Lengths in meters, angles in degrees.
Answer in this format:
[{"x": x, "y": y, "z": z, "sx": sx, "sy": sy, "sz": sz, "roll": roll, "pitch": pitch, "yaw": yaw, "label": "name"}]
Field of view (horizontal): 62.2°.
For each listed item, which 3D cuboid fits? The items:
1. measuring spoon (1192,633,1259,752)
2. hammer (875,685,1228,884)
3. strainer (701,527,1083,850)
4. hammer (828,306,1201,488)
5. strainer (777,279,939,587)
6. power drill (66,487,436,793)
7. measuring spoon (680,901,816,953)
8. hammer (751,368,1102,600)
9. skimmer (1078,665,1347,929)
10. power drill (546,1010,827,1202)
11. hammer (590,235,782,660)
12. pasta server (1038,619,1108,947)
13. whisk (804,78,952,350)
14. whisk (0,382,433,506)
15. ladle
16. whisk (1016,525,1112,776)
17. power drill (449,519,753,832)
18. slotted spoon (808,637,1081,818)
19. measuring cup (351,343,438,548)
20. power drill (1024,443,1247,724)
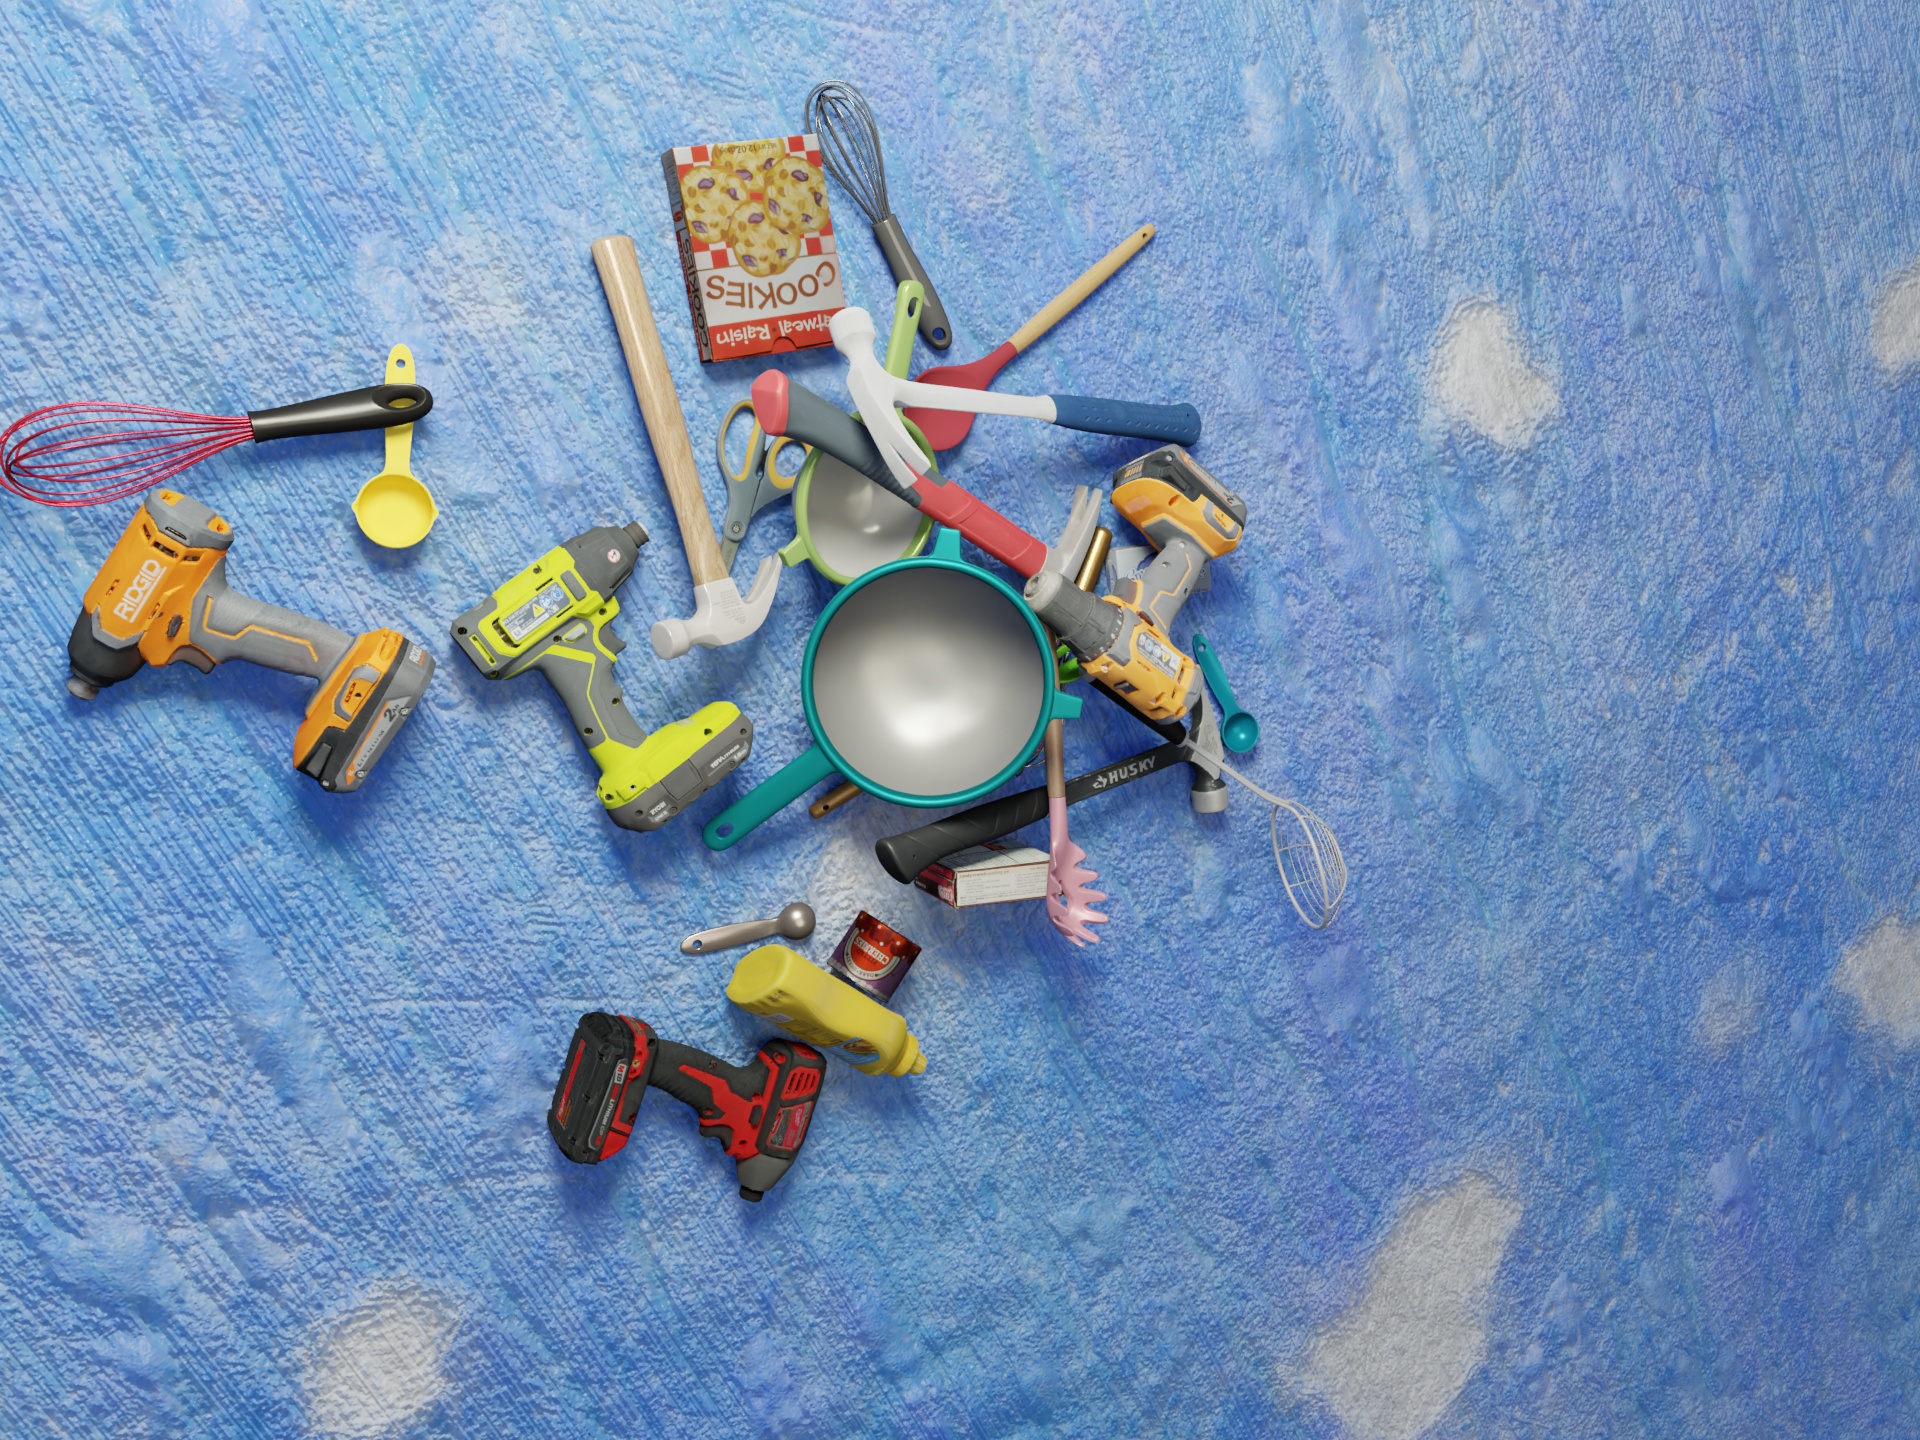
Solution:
[{"x": 0.254, "y": -0.027, "z": 1.566, "sx": 0.042, "sy": 0.021, "sz": 0.128, "roll": -29, "pitch": 100, "yaw": -17, "label": "measuring spoon"}, {"x": 0.093, "y": 0.063, "z": 1.440, "sx": 0.409, "sy": 0.036, "sz": 0.149, "roll": -18, "pitch": 105, "yaw": -36, "label": "hammer"}, {"x": -0.078, "y": -0.001, "z": 1.361, "sx": 0.340, "sy": 0.095, "sz": 0.211, "roll": -36, "pitch": 98, "yaw": 8, "label": "strainer"}, {"x": 0.069, "y": -0.259, "z": 1.351, "sx": 0.405, "sy": 0.035, "sz": 0.144, "roll": -4, "pitch": 69, "yaw": -44, "label": "hammer"}, {"x": -0.082, "y": -0.241, "z": 1.332, "sx": 0.151, "sy": 0.069, "sz": 0.256, "roll": 6, "pitch": 100, "yaw": -45, "label": "strainer"}, {"x": -0.522, "y": -0.041, "z": 1.159, "sx": 0.226, "sy": 0.084, "sz": 0.164, "roll": 34, "pitch": 98, "yaw": -22, "label": "power drill"}, {"x": -0.183, "y": 0.187, "z": 1.392, "sx": 0.124, "sy": 0.018, "sz": 0.034, "roll": -10, "pitch": 103, "yaw": -23, "label": "measuring spoon"}, {"x": -0.020, "y": -0.204, "z": 1.327, "sx": 0.386, "sy": 0.038, "sz": 0.143, "roll": 27, "pitch": 85, "yaw": -46, "label": "hammer"}, {"x": 0.231, "y": 0.070, "z": 1.484, "sx": 0.363, "sy": 0.127, "sz": 0.090, "roll": 35, "pitch": 100, "yaw": -23, "label": "skimmer"}, {"x": -0.231, "y": 0.334, "z": 1.365, "sx": 0.219, "sy": 0.079, "sz": 0.143, "roll": 18, "pitch": 91, "yaw": -29, "label": "power drill"}, {"x": -0.228, "y": -0.221, "z": 1.268, "sx": 0.130, "sy": 0.031, "sz": 0.331, "roll": -20, "pitch": 97, "yaw": -42, "label": "hammer"}, {"x": 0.089, "y": 0.040, "z": 1.391, "sx": 0.060, "sy": 0.040, "sz": 0.316, "roll": -11, "pitch": 99, "yaw": -49, "label": "pasta server"}, {"x": -0.062, "y": -0.421, "z": 1.337, "sx": 0.055, "sy": 0.055, "sz": 0.238, "roll": -35, "pitch": 116, "yaw": -16, "label": "whisk"}, {"x": -0.529, "y": -0.206, "z": 1.141, "sx": 0.295, "sy": 0.073, "sz": 0.073, "roll": -16, "pitch": 105, "yaw": -24, "label": "whisk"}, {"x": 0.064, "y": -0.348, "z": 1.416, "sx": 0.315, "sy": 0.031, "sz": 0.069, "roll": -43, "pitch": 115, "yaw": -15, "label": "ladle"}, {"x": 0.091, "y": -0.064, "z": 1.472, "sx": 0.047, "sy": 0.051, "sz": 0.245, "roll": 25, "pitch": 83, "yaw": -47, "label": "whisk"}, {"x": -0.274, "y": -0.037, "z": 1.283, "sx": 0.171, "sy": 0.080, "sz": 0.223, "roll": -39, "pitch": 109, "yaw": -14, "label": "power drill"}, {"x": -0.002, "y": -0.005, "z": 1.417, "sx": 0.314, "sy": 0.031, "sz": 0.070, "roll": -34, "pitch": 105, "yaw": -6, "label": "slotted spoon"}, {"x": -0.430, "y": -0.208, "z": 1.214, "sx": 0.062, "sy": 0.029, "sz": 0.156, "roll": 2, "pitch": 86, "yaw": -21, "label": "measuring cup"}, {"x": 0.153, "y": -0.134, "z": 1.400, "sx": 0.185, "sy": 0.084, "sz": 0.226, "roll": 34, "pitch": 61, "yaw": -25, "label": "power drill"}]
